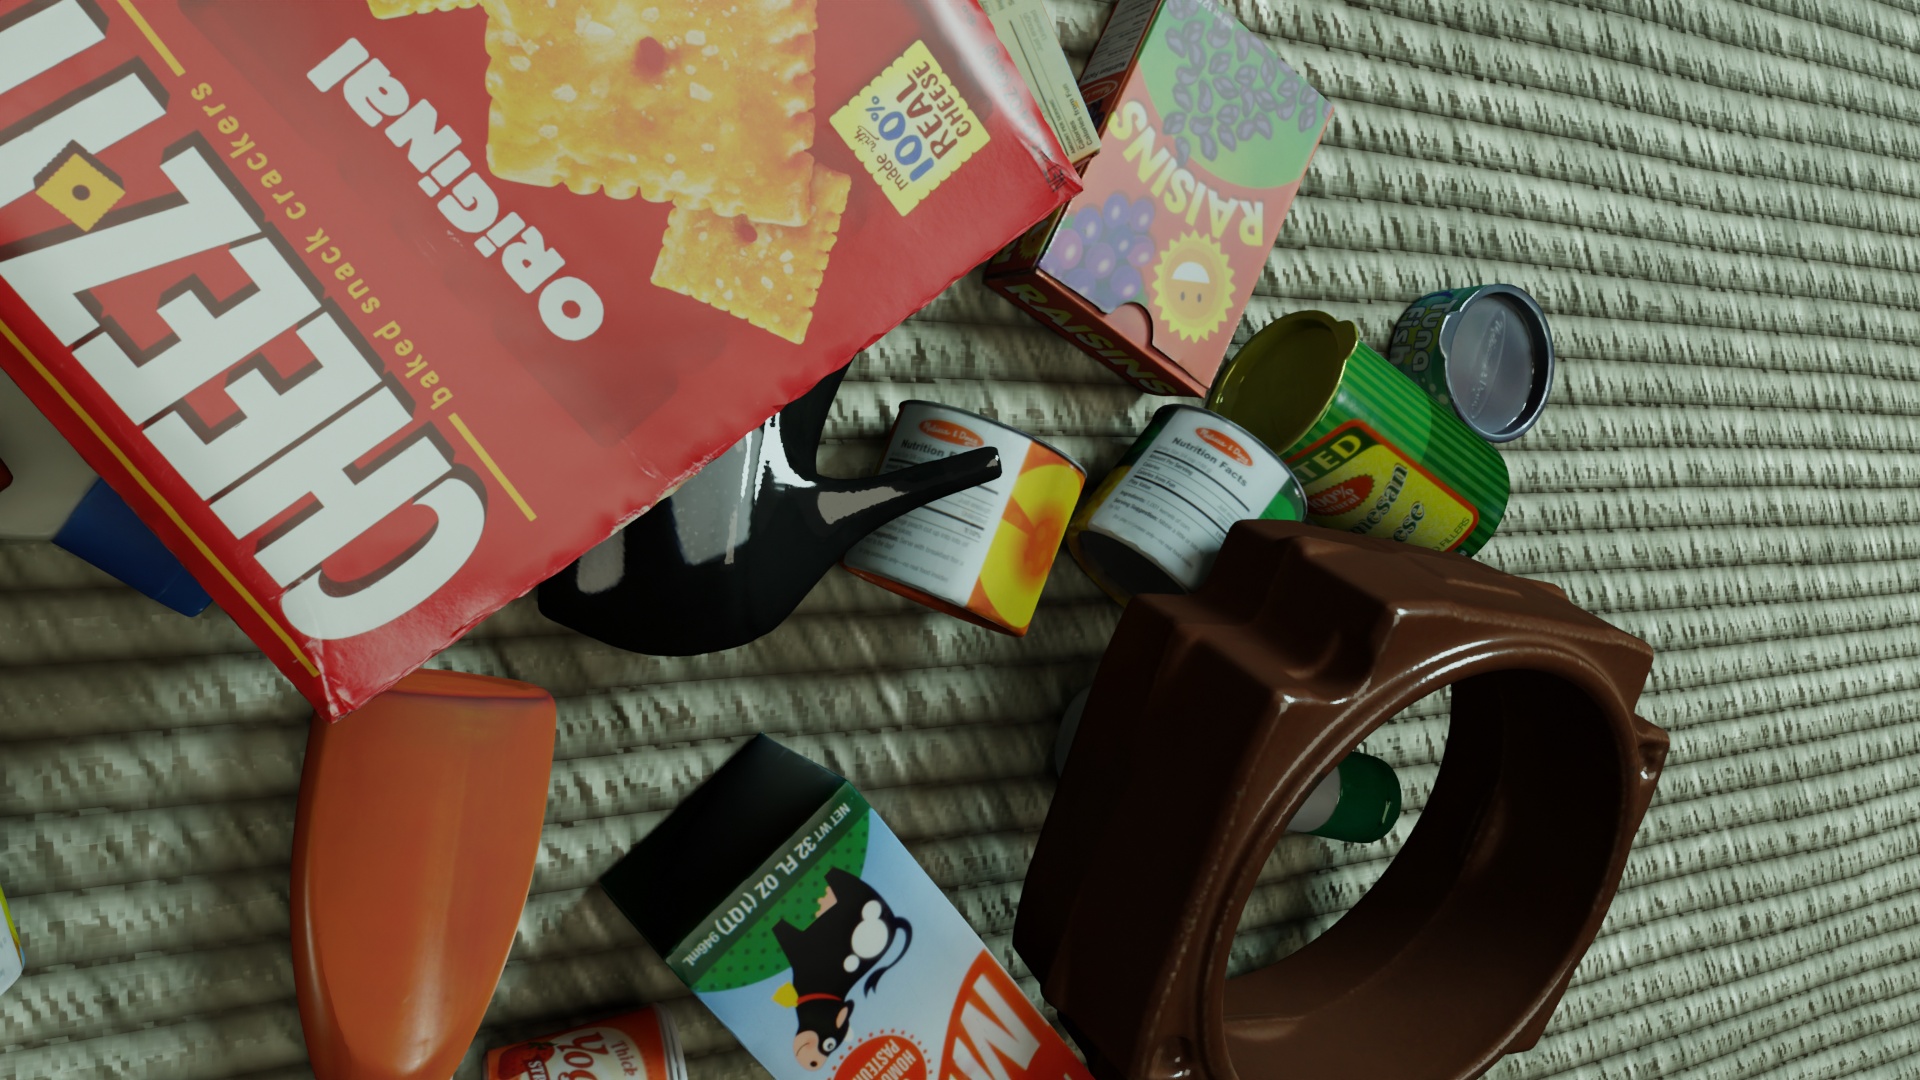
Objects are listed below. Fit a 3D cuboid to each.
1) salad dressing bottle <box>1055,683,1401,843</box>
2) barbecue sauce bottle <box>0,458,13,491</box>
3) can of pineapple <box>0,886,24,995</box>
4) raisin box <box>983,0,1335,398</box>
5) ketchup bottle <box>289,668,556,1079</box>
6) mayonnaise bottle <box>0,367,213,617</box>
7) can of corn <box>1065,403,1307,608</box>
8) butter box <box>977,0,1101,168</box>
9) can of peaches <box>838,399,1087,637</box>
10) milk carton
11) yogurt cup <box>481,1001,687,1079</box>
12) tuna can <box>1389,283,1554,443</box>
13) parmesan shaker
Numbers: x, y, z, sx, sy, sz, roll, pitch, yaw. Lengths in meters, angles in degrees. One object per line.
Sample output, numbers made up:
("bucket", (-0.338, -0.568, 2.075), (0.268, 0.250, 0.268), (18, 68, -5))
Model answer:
("salad dressing bottle", (0.107, 0.089, 0.532), (0.148, 0.044, 0.064), (16, 92, -31))
("barbecue sauce bottle", (-0.252, -0.065, 0.272), (0.065, 0.043, 0.148), (-38, 108, -28))
("can of pineapple", (-0.259, 0.084, 0.315), (0.071, 0.071, 0.057), (-16, 101, -27))
("raisin box", (0.073, -0.125, 0.500), (0.086, 0.040, 0.123), (30, 80, -28))
("ketchup bottle", (-0.155, 0.112, 0.387), (0.065, 0.043, 0.148), (9, 90, -29))
("mayonnaise bottle", (-0.241, -0.035, 0.330), (0.148, 0.041, 0.065), (39, 73, -27))
("can of corn", (0.080, -0.004, 0.499), (0.071, 0.071, 0.058), (46, 73, -24))
("butter box", (0.005, -0.166, 0.451), (0.024, 0.053, 0.103), (-33, 108, -20))
("can of peaches", (0.002, -0.006, 0.454), (0.071, 0.071, 0.058), (25, 82, -28))
("milk carton", (-0.022, 0.158, 0.448), (0.072, 0.073, 0.190), (-42, 112, -19))
("yogurt cup", (-0.111, 0.174, 0.406), (0.054, 0.072, 0.072), (-2, 95, -21))
("tuna can", (0.214, -0.075, 0.585), (0.071, 0.033, 0.071), (-2, 95, -29))
("parmesan shaker", (0.156, -0.035, 0.534), (0.103, 0.071, 0.071), (30, 80, -28))
